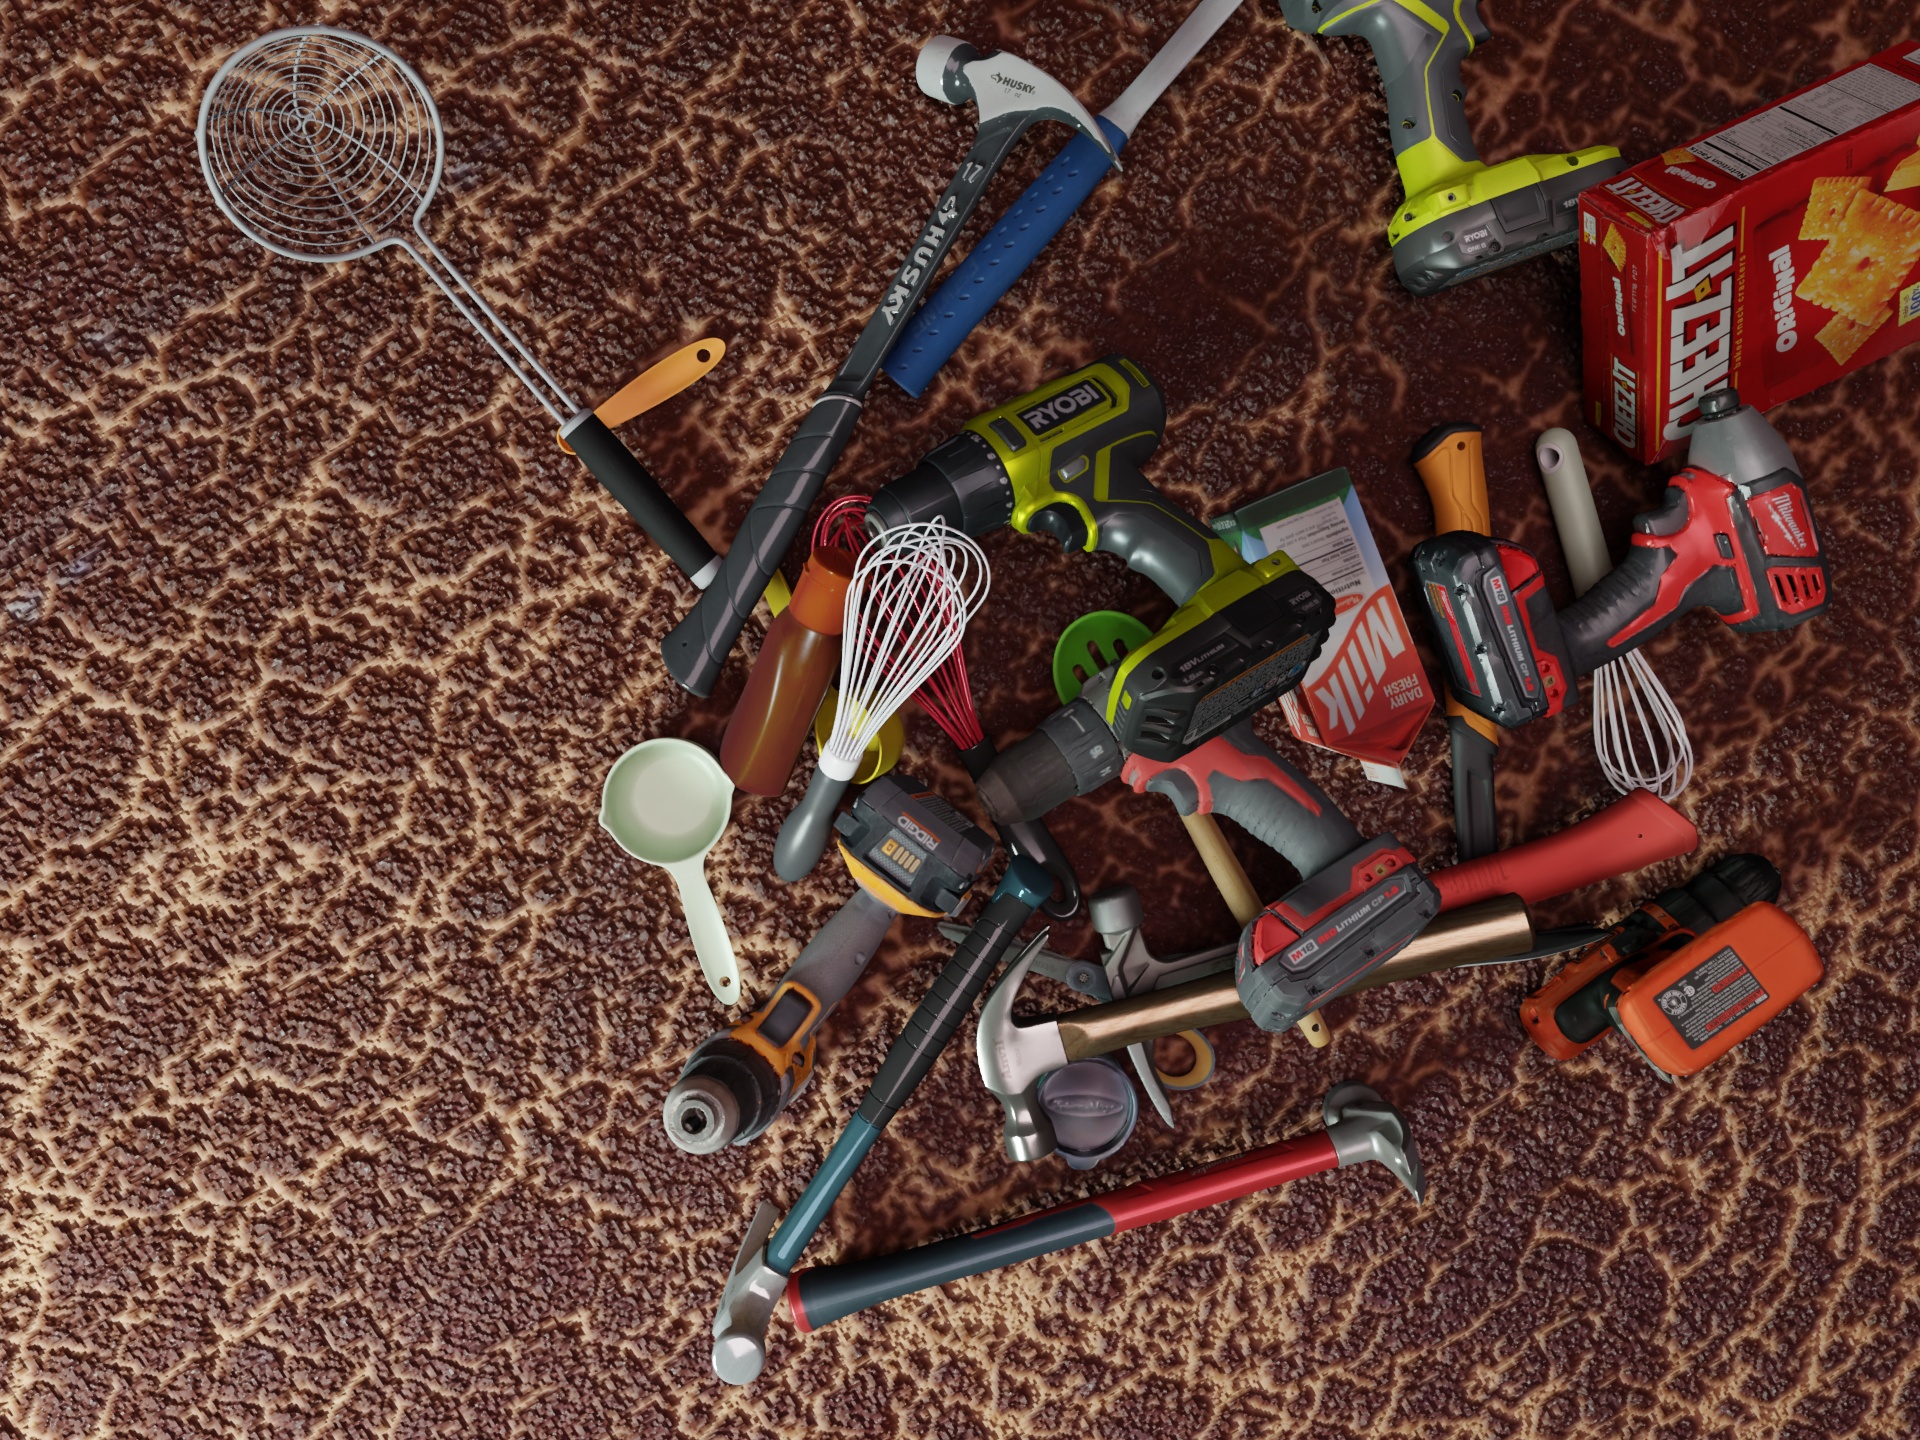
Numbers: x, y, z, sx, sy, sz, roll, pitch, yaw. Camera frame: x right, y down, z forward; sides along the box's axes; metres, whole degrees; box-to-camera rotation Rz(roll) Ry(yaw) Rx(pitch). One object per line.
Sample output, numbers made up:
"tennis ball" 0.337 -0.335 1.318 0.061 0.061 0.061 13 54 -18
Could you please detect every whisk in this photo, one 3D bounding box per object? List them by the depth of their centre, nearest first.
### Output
"whisk" -0.056 0.000 0.891 0.070 0.070 0.284 23 130 -5
"whisk" -0.002 -0.003 0.960 0.073 0.073 0.295 -29 101 -1
"whisk" 0.401 -0.063 0.988 0.059 0.058 0.246 -18 92 -37

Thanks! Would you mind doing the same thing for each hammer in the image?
"hammer" 0.098 -0.347 0.914 0.405 0.035 0.144 -48 58 9
"hammer" -0.056 -0.195 0.915 0.149 0.036 0.409 32 93 31
"hammer" 0.170 0.156 0.935 0.331 0.031 0.130 -15 95 3
"hammer" -0.045 0.224 0.939 0.033 0.128 0.331 34 89 -6
"hammer" 0.082 0.303 0.953 0.386 0.143 0.038 -17 92 2
"hammer" 0.266 0.126 0.962 0.359 0.037 0.149 -17 95 3
"hammer" 0.325 -0.016 0.988 0.127 0.034 0.337 -6 94 -2

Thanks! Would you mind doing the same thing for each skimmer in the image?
"skimmer" -0.260 -0.213 0.889 0.127 0.090 0.363 -41 103 -1

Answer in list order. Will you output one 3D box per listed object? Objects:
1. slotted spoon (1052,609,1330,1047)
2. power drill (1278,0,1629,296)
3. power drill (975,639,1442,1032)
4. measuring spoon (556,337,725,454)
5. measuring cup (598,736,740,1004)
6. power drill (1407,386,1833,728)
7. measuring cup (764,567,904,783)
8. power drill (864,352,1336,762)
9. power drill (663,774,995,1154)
"slotted spoon" 0.150 0.071 0.988 0.070 0.031 0.313 -31 97 -1
"power drill" 0.302 -0.383 0.941 0.171 0.080 0.223 -20 92 -1
"power drill" 0.136 0.063 0.898 0.188 0.080 0.227 -31 69 -10
"measuring spoon" -0.191 -0.196 0.957 0.117 0.011 0.021 -34 103 -4
"measuring cup" -0.162 0.090 0.965 0.083 0.038 0.167 -17 97 -2
"power drill" 0.384 -0.093 0.921 0.219 0.078 0.143 -22 102 0
"measuring cup" -0.081 -0.036 0.963 0.029 0.062 0.156 -19 80 -43
"power drill" 0.076 -0.091 0.886 0.190 0.080 0.229 -30 64 -21
"power drill" -0.079 0.141 0.895 0.084 0.185 0.226 37 93 6
